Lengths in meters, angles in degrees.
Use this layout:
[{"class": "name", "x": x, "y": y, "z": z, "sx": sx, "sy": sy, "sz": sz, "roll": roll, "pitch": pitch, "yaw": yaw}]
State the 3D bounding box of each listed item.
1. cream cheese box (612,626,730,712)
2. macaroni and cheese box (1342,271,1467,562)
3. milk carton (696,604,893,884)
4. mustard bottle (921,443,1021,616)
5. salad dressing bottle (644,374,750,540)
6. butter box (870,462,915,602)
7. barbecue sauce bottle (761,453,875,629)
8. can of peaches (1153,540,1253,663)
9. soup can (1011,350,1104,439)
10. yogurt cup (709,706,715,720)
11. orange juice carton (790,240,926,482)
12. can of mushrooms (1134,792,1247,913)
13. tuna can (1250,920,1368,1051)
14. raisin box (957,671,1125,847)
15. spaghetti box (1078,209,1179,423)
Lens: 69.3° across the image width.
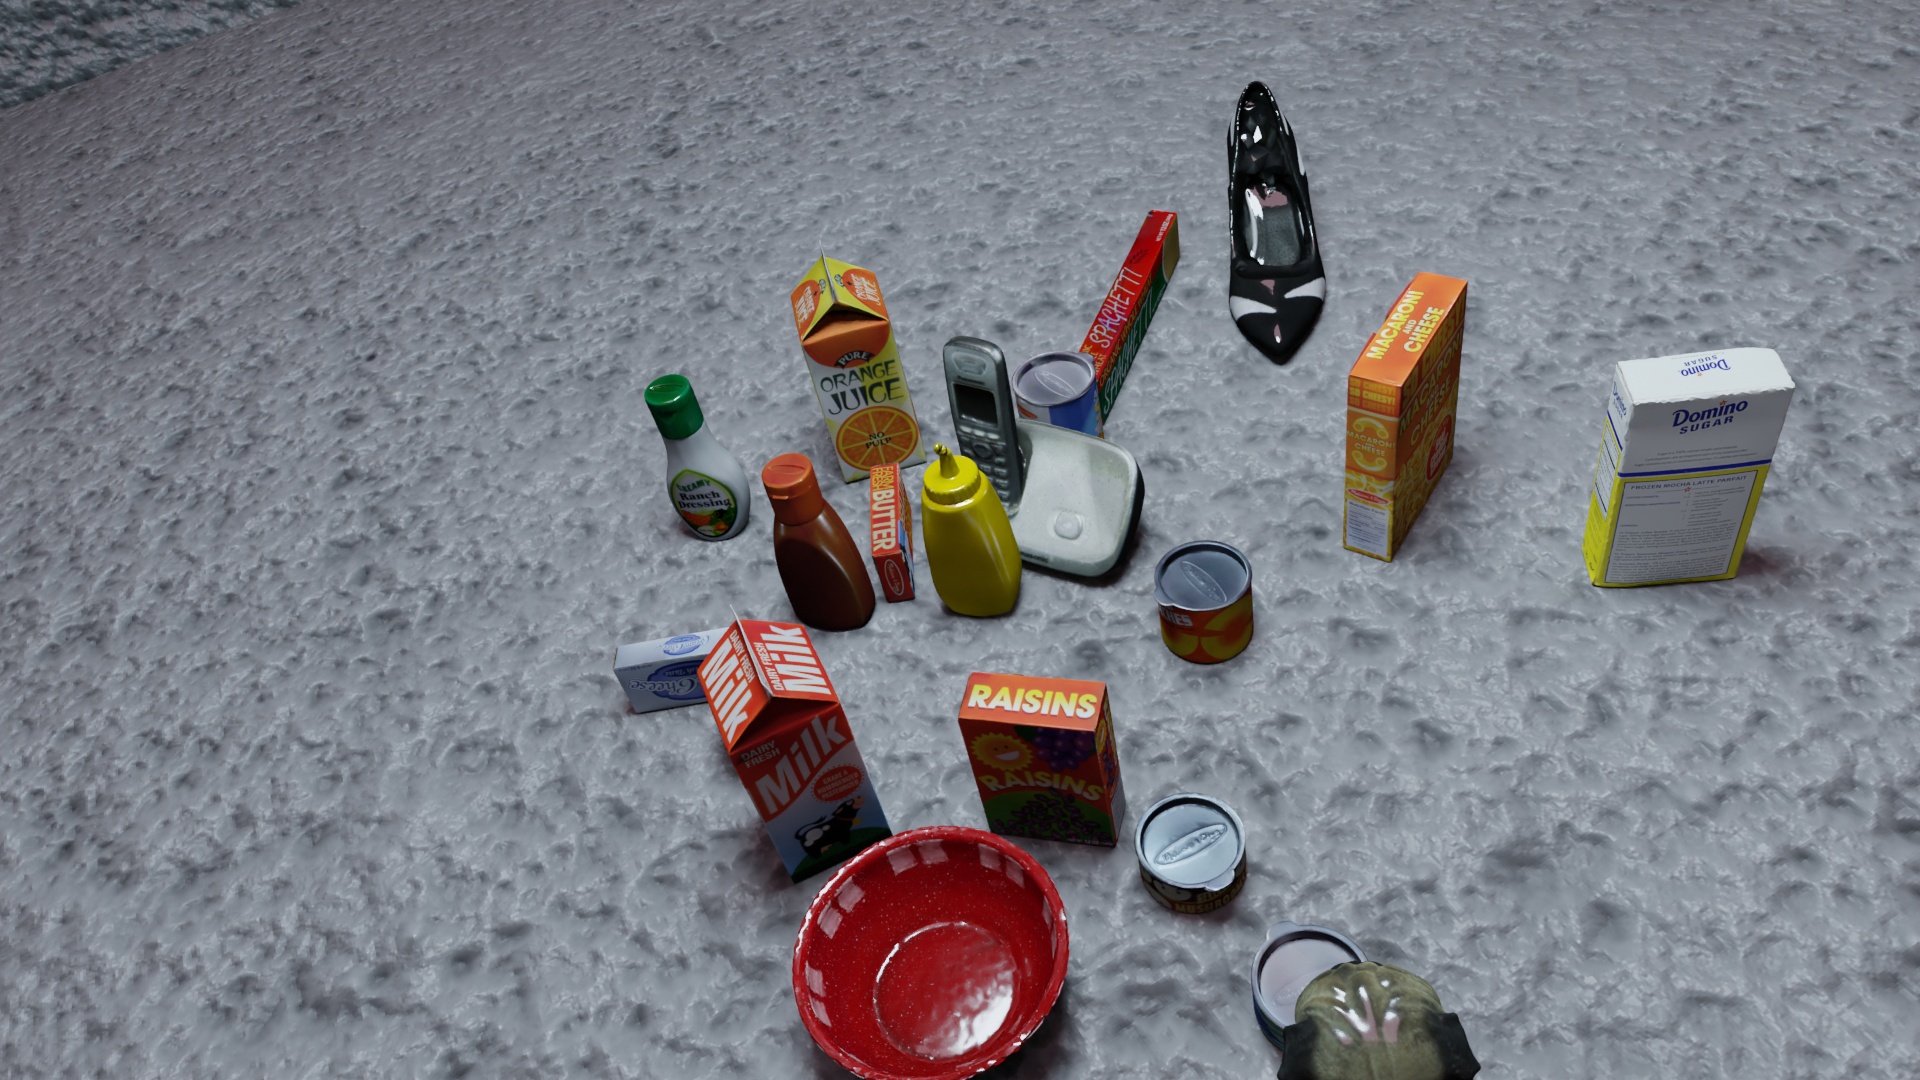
[{"class": "cream cheese box", "x": -0.194, "y": 0.093, "z": 1.010, "sx": 0.104, "sy": 0.053, "sz": 0.024, "roll": -10, "pitch": 44, "yaw": 4}, {"class": "macaroni and cheese box", "x": 0.312, "y": -0.086, "z": 0.981, "sx": 0.040, "sy": 0.165, "sz": 0.124, "roll": 19, "pitch": 53, "yaw": 30}, {"class": "milk carton", "x": -0.105, "y": 0.123, "z": 0.860, "sx": 0.073, "sy": 0.189, "sz": 0.072, "roll": -24, "pitch": 45, "yaw": -10}, {"class": "mustard bottle", "x": 0.004, "y": -0.012, "z": 0.990, "sx": 0.065, "sy": 0.159, "sz": 0.049, "roll": 1, "pitch": 46, "yaw": 15}, {"class": "salad dressing bottle", "x": -0.211, "y": -0.065, "z": 1.107, "sx": 0.064, "sy": 0.147, "sz": 0.044, "roll": -3, "pitch": 45, "yaw": 12}, {"class": "butter box", "x": -0.053, "y": -0.007, "z": 1.076, "sx": 0.024, "sy": 0.052, "sz": 0.104, "roll": -10, "pitch": 44, "yaw": 5}, {"class": "barbecue sauce bottle", "x": -0.108, "y": 0.002, "z": 1.012, "sx": 0.065, "sy": 0.147, "sz": 0.044, "roll": 5, "pitch": 47, "yaw": 19}, {"class": "can of peaches", "x": 0.168, "y": 0.044, "z": 0.965, "sx": 0.071, "sy": 0.057, "sz": 0.071, "roll": -7, "pitch": 44, "yaw": 7}, {"class": "soup can", "x": 0.082, "y": -0.100, "z": 1.113, "sx": 0.071, "sy": 0.083, "sz": 0.072, "roll": -7, "pitch": 44, "yaw": 7}, {"class": "yogurt cup", "x": -0.135, "y": 0.120, "z": 0.968, "sx": 0.072, "sy": 0.053, "sz": 0.073, "roll": -7, "pitch": 44, "yaw": 7}, {"class": "orange juice carton", "x": -0.086, "y": -0.145, "z": 1.123, "sx": 0.073, "sy": 0.191, "sz": 0.072, "roll": -15, "pitch": 44, "yaw": -1}, {"class": "can of mushrooms", "x": 0.141, "y": 0.191, "z": 0.841, "sx": 0.071, "sy": 0.033, "sz": 0.071, "roll": -7, "pitch": 44, "yaw": 7}, {"class": "tuna can", "x": 0.194, "y": 0.249, "z": 0.770, "sx": 0.071, "sy": 0.032, "sz": 0.071, "roll": -7, "pitch": 44, "yaw": 7}, {"class": "raisin box", "x": 0.053, "y": 0.135, "z": 0.856, "sx": 0.086, "sy": 0.122, "sz": 0.040, "roll": 4, "pitch": 47, "yaw": 18}, {"class": "spaghetti box", "x": 0.146, "y": -0.200, "z": 1.221, "sx": 0.029, "sy": 0.050, "sz": 0.251, "roll": 9, "pitch": 48, "yaw": 22}]
